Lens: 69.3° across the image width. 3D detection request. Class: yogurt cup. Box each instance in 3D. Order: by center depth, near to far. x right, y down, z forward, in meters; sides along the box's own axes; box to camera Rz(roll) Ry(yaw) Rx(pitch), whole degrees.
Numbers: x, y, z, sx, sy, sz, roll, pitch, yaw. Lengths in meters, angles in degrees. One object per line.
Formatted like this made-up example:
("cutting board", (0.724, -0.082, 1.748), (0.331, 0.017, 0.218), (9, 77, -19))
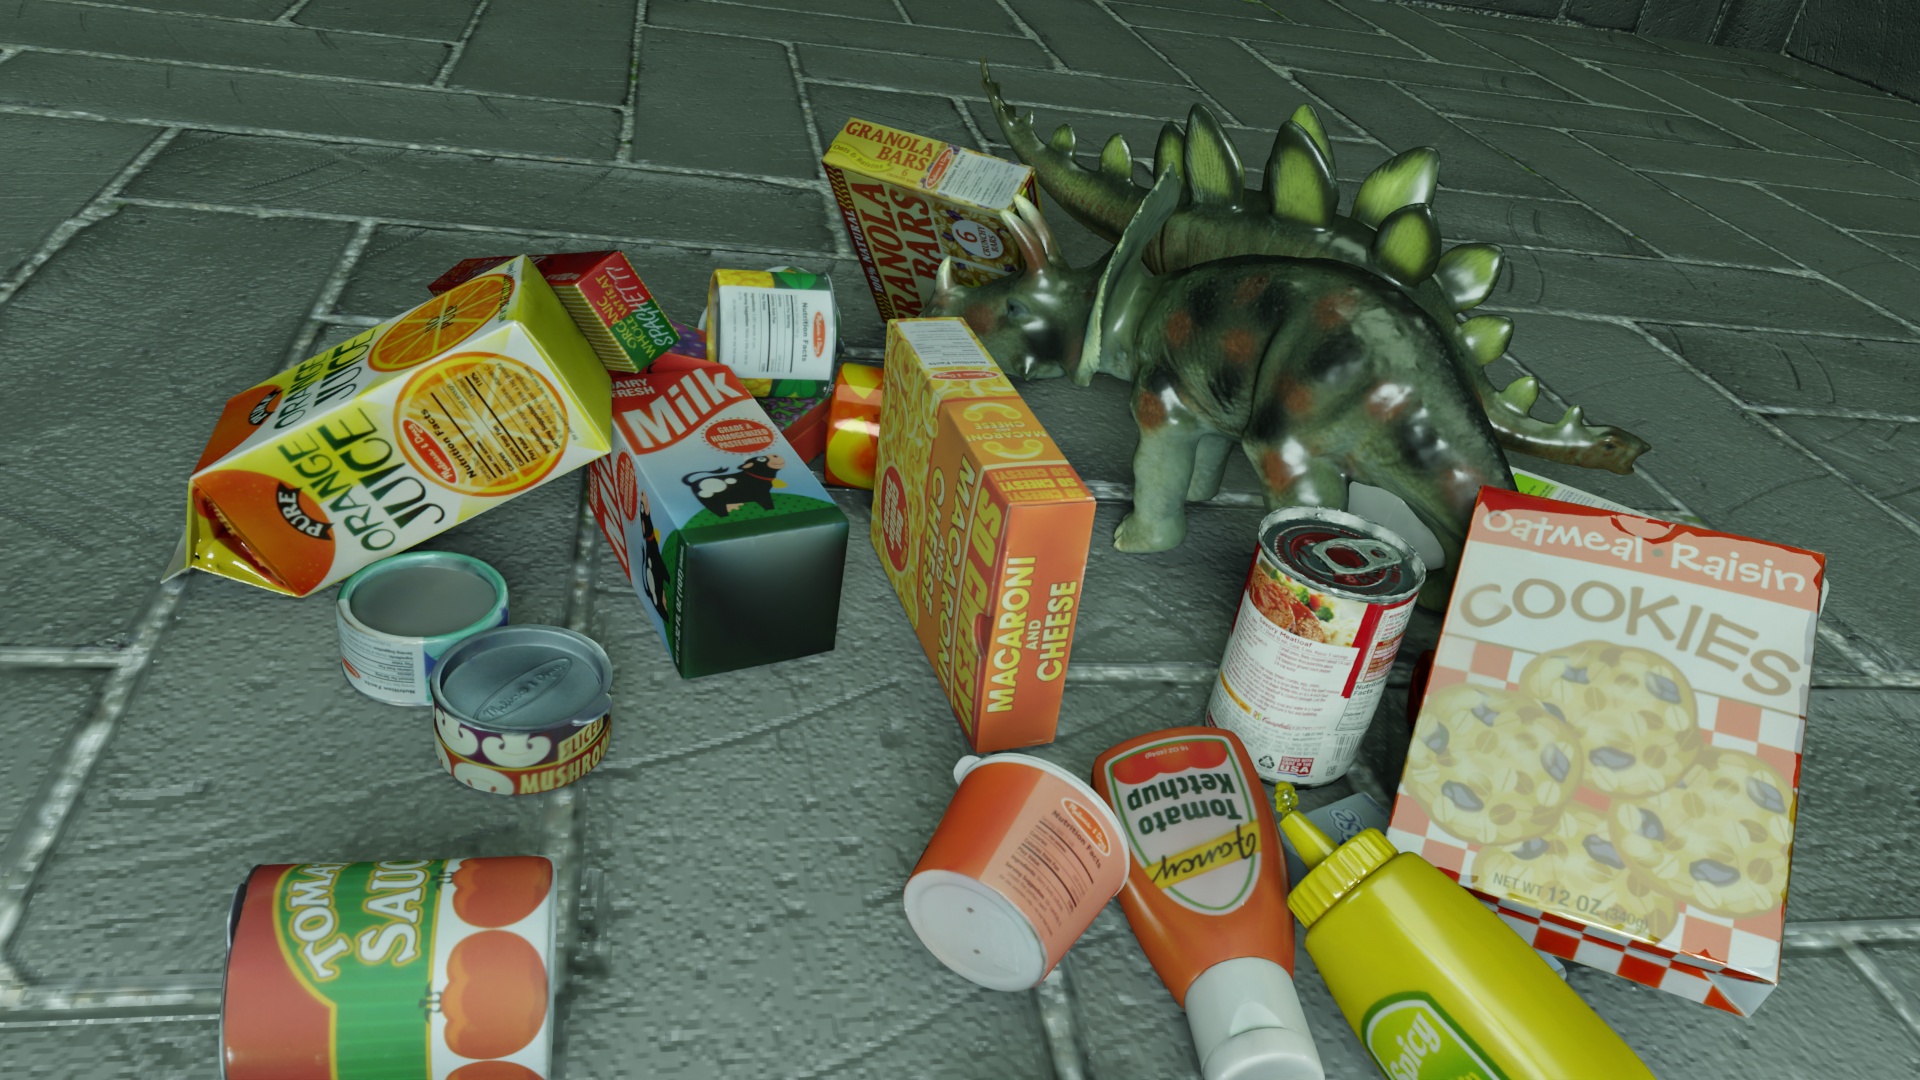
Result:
("yogurt cup", (0.017, 0.115, 0.475), (0.072, 0.072, 0.054), (23, 41, 20))

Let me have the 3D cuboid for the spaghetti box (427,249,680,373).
("spaghetti box", (-0.216, -0.119, 0.712), (0.029, 0.050, 0.250), (-43, 30, -22))

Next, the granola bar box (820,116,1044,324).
("granola bar box", (-0.006, -0.176, 0.855), (0.124, 0.165, 0.039), (22, 70, 20))

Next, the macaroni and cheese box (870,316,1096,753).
("macaroni and cheese box", (0.002, -0.008, 0.611), (0.040, 0.123, 0.167), (-5, 34, -18))

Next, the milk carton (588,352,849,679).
("milk carton", (-0.125, -0.024, 0.651), (0.073, 0.072, 0.191), (-10, 36, -27))

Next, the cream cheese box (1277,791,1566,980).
("cream cheese box", (0.164, 0.139, 0.514), (0.053, 0.024, 0.104), (-13, 38, -30))

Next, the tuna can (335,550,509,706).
("tuna can", (-0.217, 0.034, 0.569), (0.071, 0.032, 0.071), (7, 32, -4))

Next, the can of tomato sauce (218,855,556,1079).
("can of tomato sauce", (-0.161, 0.124, 0.402), (0.083, 0.070, 0.071), (1, 32, -15))

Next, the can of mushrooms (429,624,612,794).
("can of mushrooms", (-0.166, 0.065, 0.532), (0.071, 0.033, 0.071), (7, 31, -4))

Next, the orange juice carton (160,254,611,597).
("orange juice carton", (-0.254, -0.041, 0.601), (0.193, 0.072, 0.072), (-25, 35, 3))

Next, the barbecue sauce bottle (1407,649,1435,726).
("barbecue sauce bottle", (0.279, 0.082, 0.621), (0.148, 0.043, 0.065), (13, 30, 6))

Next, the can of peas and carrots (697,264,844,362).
("can of peas and carrots", (-0.111, -0.121, 0.821), (0.071, 0.070, 0.059), (19, 33, 15))

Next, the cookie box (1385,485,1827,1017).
("cookie box", (0.232, 0.066, 0.502), (0.123, 0.040, 0.168), (14, 60, 22))

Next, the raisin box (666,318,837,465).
("raisin box", (-0.136, -0.076, 0.765), (0.123, 0.039, 0.086), (21, 34, 15))

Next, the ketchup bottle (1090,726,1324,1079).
("ketchup bottle", (0.088, 0.129, 0.487), (0.065, 0.043, 0.149), (-11, 33, 1))

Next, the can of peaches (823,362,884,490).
("can of peaches", (-0.039, -0.057, 0.734), (0.058, 0.071, 0.071), (9, 31, 0))

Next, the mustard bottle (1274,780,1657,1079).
("mustard bottle", (0.149, 0.142, 0.438), (0.049, 0.065, 0.160), (-19, 58, -35))

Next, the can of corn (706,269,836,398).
("can of corn", (-0.100, -0.107, 0.726), (0.058, 0.070, 0.071), (-1, 33, -17))
